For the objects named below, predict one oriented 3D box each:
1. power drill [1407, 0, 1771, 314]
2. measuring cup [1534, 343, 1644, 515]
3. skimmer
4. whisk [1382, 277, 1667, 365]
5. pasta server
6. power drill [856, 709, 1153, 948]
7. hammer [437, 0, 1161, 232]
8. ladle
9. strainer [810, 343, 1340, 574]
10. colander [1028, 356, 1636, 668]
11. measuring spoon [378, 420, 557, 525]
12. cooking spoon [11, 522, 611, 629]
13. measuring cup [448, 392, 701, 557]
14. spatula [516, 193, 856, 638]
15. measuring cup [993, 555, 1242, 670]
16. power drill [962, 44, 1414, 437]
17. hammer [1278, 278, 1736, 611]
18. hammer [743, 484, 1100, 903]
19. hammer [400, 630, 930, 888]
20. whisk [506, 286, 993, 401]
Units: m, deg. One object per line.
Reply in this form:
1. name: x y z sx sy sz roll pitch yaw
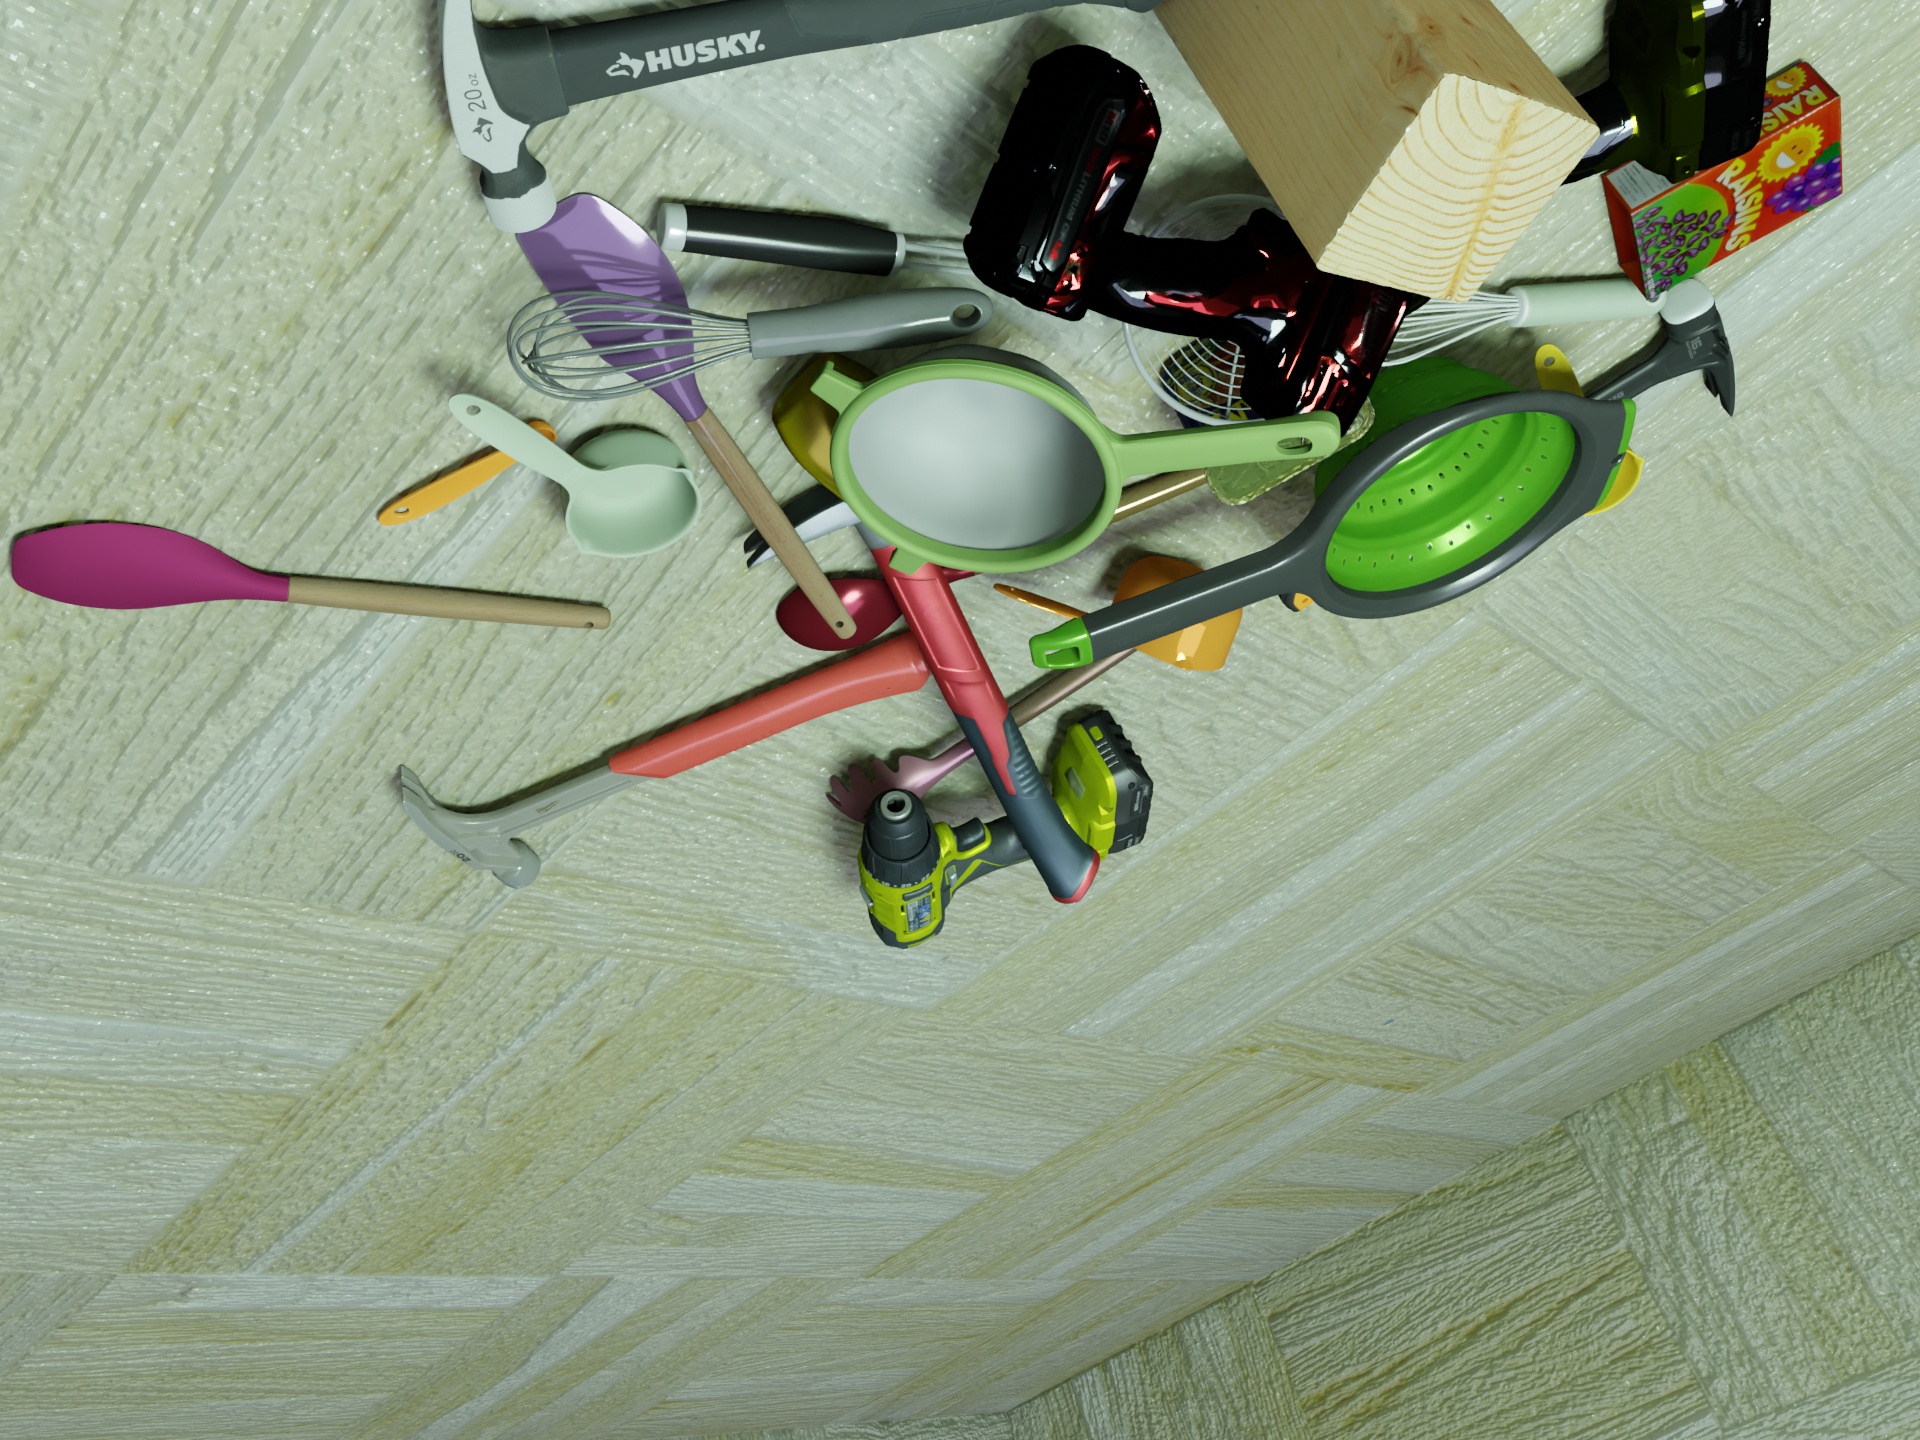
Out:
1. power drill: 0.291 -0.316 0.830 0.223 0.080 0.171 -22 146 10
2. measuring cup: 0.402 -0.197 1.046 0.062 0.029 0.156 -28 132 17
3. skimmer: 0.031 -0.222 0.817 0.363 0.090 0.127 0 127 -24
4. whisk: 0.332 -0.252 0.972 0.246 0.058 0.059 -9 -178 -20
5. pasta server: 0.036 -0.007 1.188 0.316 0.040 0.060 -33 144 14
6. power drill: 0.028 0.079 1.217 0.228 0.080 0.190 -22 151 -13
7. hammer: -0.061 -0.313 0.696 0.334 0.035 0.146 -14 147 -7
8. ladle: 0.031 -0.111 1.037 0.315 0.031 0.069 -22 146 1
9. strainer: 0.062 -0.151 0.809 0.256 0.069 0.151 -3 144 17
10. colander: 0.220 -0.135 1.014 0.397 0.095 0.204 -20 149 -2
11. measuring spoon: -0.271 -0.135 0.869 0.117 0.011 0.021 -25 159 14
12. cooking spoon: -0.356 -0.072 0.906 0.318 0.017 0.068 4 141 -29
13. measuring cup: -0.210 -0.144 0.854 0.083 0.038 0.167 -33 146 19
14. spatula: -0.129 -0.150 0.864 0.060 0.018 0.315 -25 134 8
15. measuring cup: 0.110 -0.086 1.073 0.173 0.095 0.052 15 113 -17
16. power drill: 0.126 -0.236 0.777 0.219 0.079 0.143 17 108 -22
17. hammer: 0.373 -0.171 1.111 0.337 0.034 0.127 -31 143 18
18. hammer: -0.002 -0.003 1.061 0.143 0.038 0.385 -24 129 4
19. hammer: -0.194 0.015 1.094 0.359 0.037 0.149 -22 146 5
20. whisk: -0.102 -0.192 0.780 0.239 0.055 0.055 -7 145 -5
